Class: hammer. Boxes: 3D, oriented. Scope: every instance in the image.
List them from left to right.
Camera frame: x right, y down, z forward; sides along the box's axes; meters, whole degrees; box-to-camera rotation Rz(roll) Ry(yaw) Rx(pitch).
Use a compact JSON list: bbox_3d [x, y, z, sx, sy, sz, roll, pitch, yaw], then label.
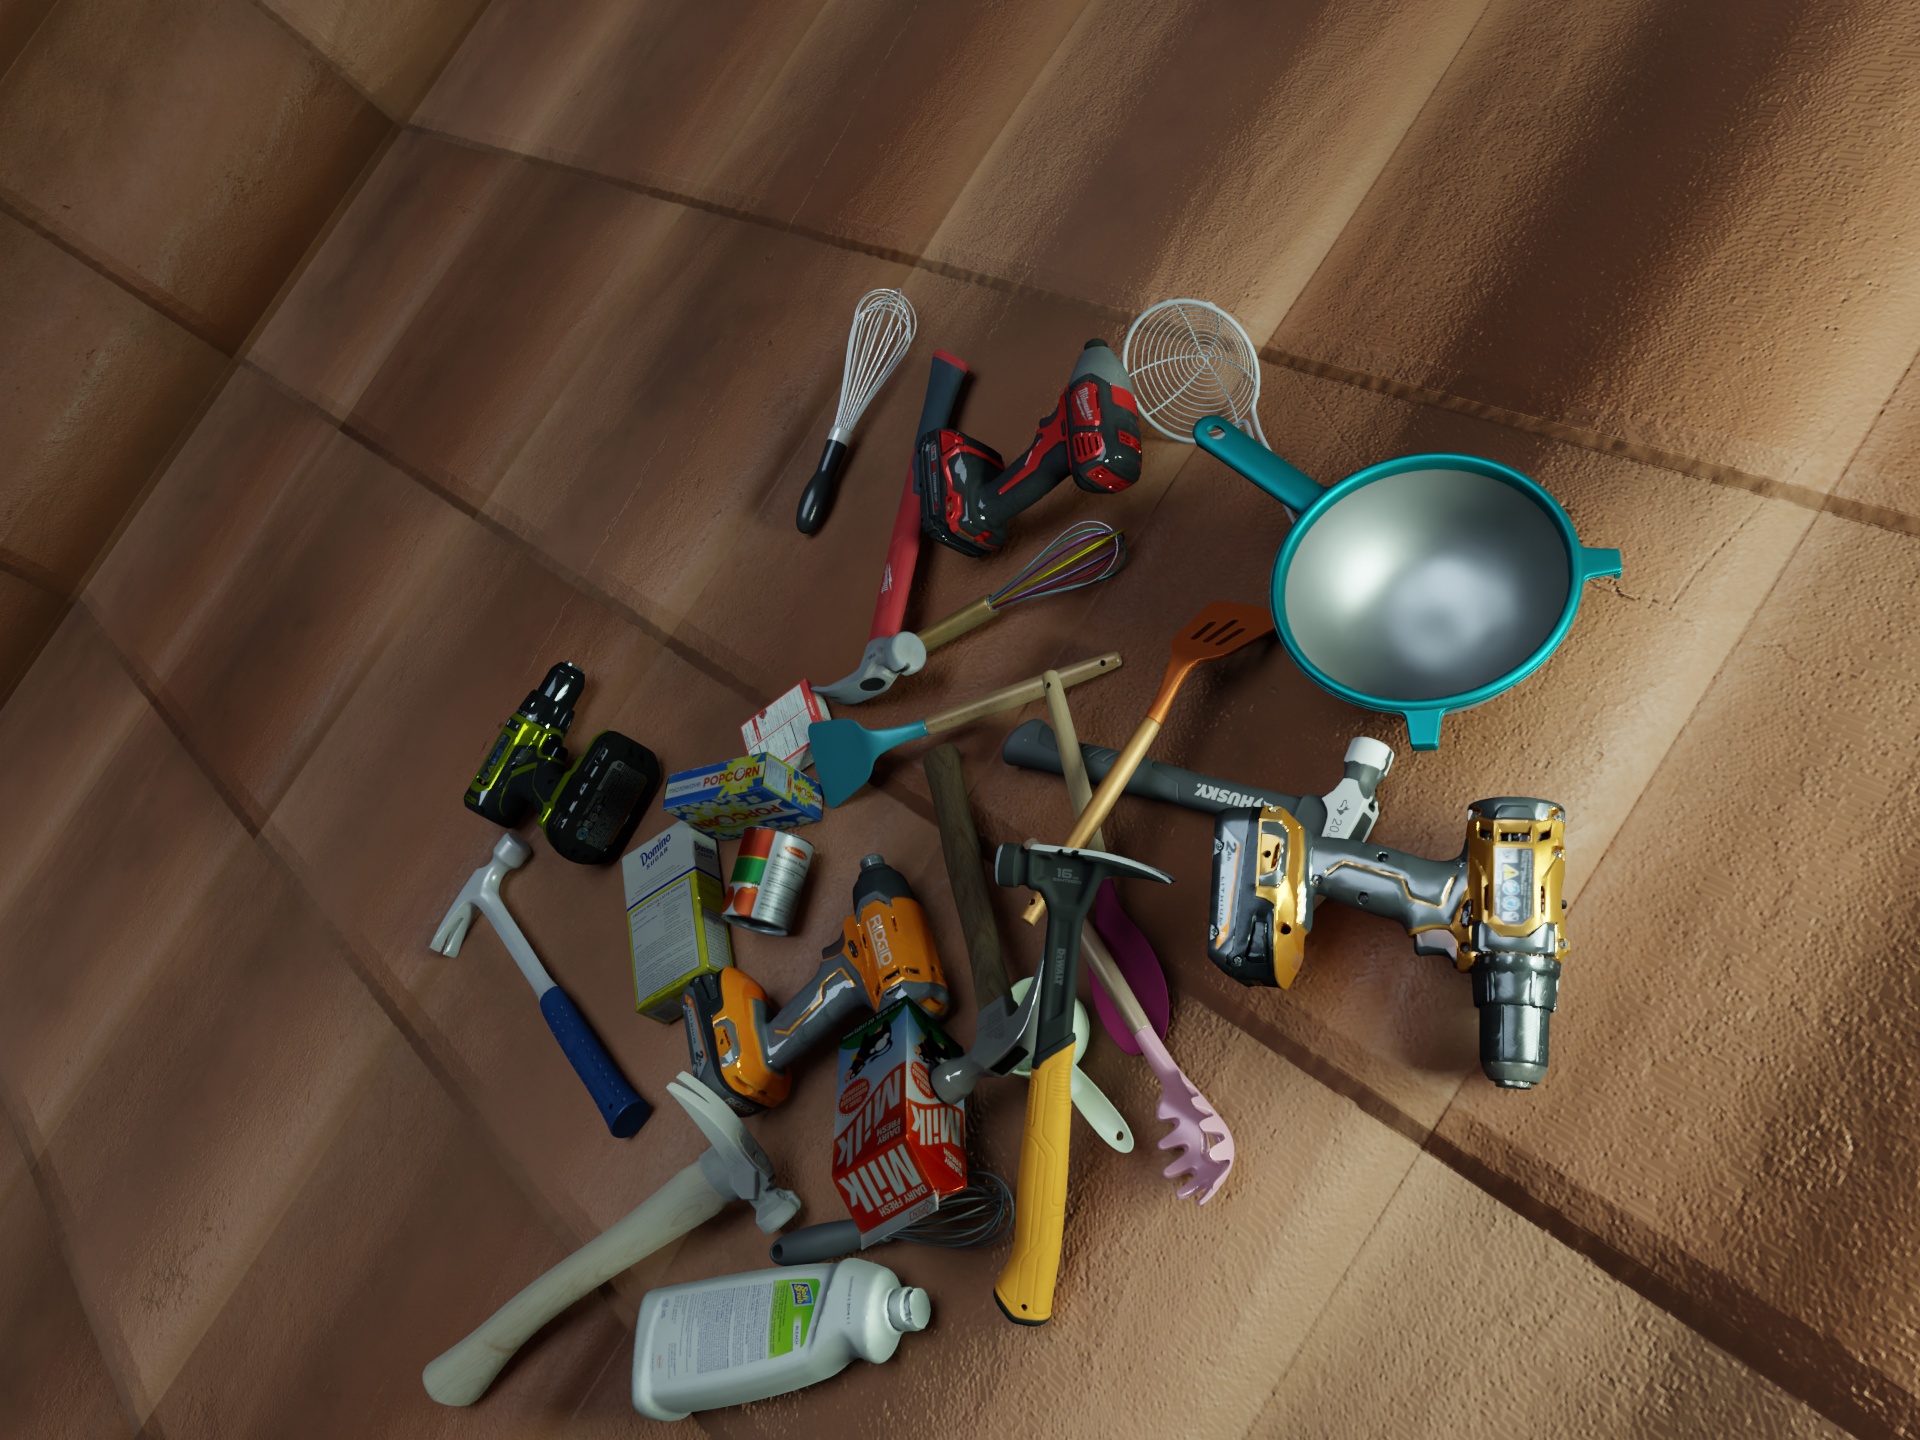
[{"bbox_3d":[-0.412,0.271,1.569,0.144,0.035,0.406,-52,46,2],"label":"hammer"},{"bbox_3d":[-0.324,0.459,1.350,0.410,0.038,0.146,-39,89,19],"label":"hammer"},{"bbox_3d":[-0.056,-0.197,1.550,0.143,0.038,0.387,-23,47,48],"label":"hammer"},{"bbox_3d":[0.011,0.139,1.283,0.130,0.031,0.332,-38,39,22],"label":"hammer"},{"bbox_3d":[0.072,0.259,1.127,0.127,0.034,0.337,6,89,15],"label":"hammer"},{"bbox_3d":[0.163,0.055,1.245,0.335,0.035,0.146,14,74,42],"label":"hammer"}]

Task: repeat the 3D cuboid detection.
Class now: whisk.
[{"bbox_3d":[-0.115,-0.327,1.670,0.070,0.070,0.285,12,78,41],"label":"whisk"},{"bbox_3d":[-0.058,0.391,1.220,0.239,0.055,0.055,-24,53,32],"label":"whisk"},{"bbox_3d":[0.049,-0.114,1.434,0.245,0.051,0.047,-27,30,29],"label":"whisk"}]

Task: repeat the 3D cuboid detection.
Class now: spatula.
[{"bbox_3d":[-0.002,-0.004,1.408,0.317,0.044,0.082,-19,81,20],"label":"spatula"},{"bbox_3d":[0.141,0.026,1.234,0.081,0.041,0.323,18,69,47],"label":"spatula"}]

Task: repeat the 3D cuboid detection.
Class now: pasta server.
[{"bbox_3d":[0.115,0.208,1.169,0.317,0.040,0.060,59,139,35],"label":"pasta server"}]

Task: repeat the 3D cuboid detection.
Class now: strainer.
[{"bbox_3d":[0.298,-0.118,1.178,0.211,0.095,0.341,-43,54,-4],"label":"strainer"}]

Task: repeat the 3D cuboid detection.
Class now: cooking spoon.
[{"bbox_3d":[0.106,0.102,1.239,0.068,0.017,0.319,-33,59,37],"label":"cooking spoon"}]

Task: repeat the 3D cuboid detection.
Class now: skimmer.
[{"bbox_3d":[0.234,-0.201,1.299,0.127,0.090,0.364,-59,38,42],"label":"skimmer"}]

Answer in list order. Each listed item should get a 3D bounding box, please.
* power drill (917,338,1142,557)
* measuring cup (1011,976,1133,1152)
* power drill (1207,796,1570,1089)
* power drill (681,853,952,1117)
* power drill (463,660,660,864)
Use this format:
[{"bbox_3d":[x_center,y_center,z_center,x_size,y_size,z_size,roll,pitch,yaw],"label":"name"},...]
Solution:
[{"bbox_3d":[0.065,-0.245,1.432,0.219,0.078,0.143,-22,61,38],"label":"power drill"},{"bbox_3d":[0.085,0.262,1.186,0.083,0.038,0.168,-48,48,6],"label":"measuring cup"},{"bbox_3d":[0.282,0.143,1.051,0.226,0.084,0.185,0,73,21],"label":"power drill"},{"bbox_3d":[-0.123,0.220,1.345,0.226,0.084,0.164,-31,49,15],"label":"power drill"},{"bbox_3d":[-0.417,0.043,1.678,0.229,0.080,0.190,22,80,46],"label":"power drill"}]
